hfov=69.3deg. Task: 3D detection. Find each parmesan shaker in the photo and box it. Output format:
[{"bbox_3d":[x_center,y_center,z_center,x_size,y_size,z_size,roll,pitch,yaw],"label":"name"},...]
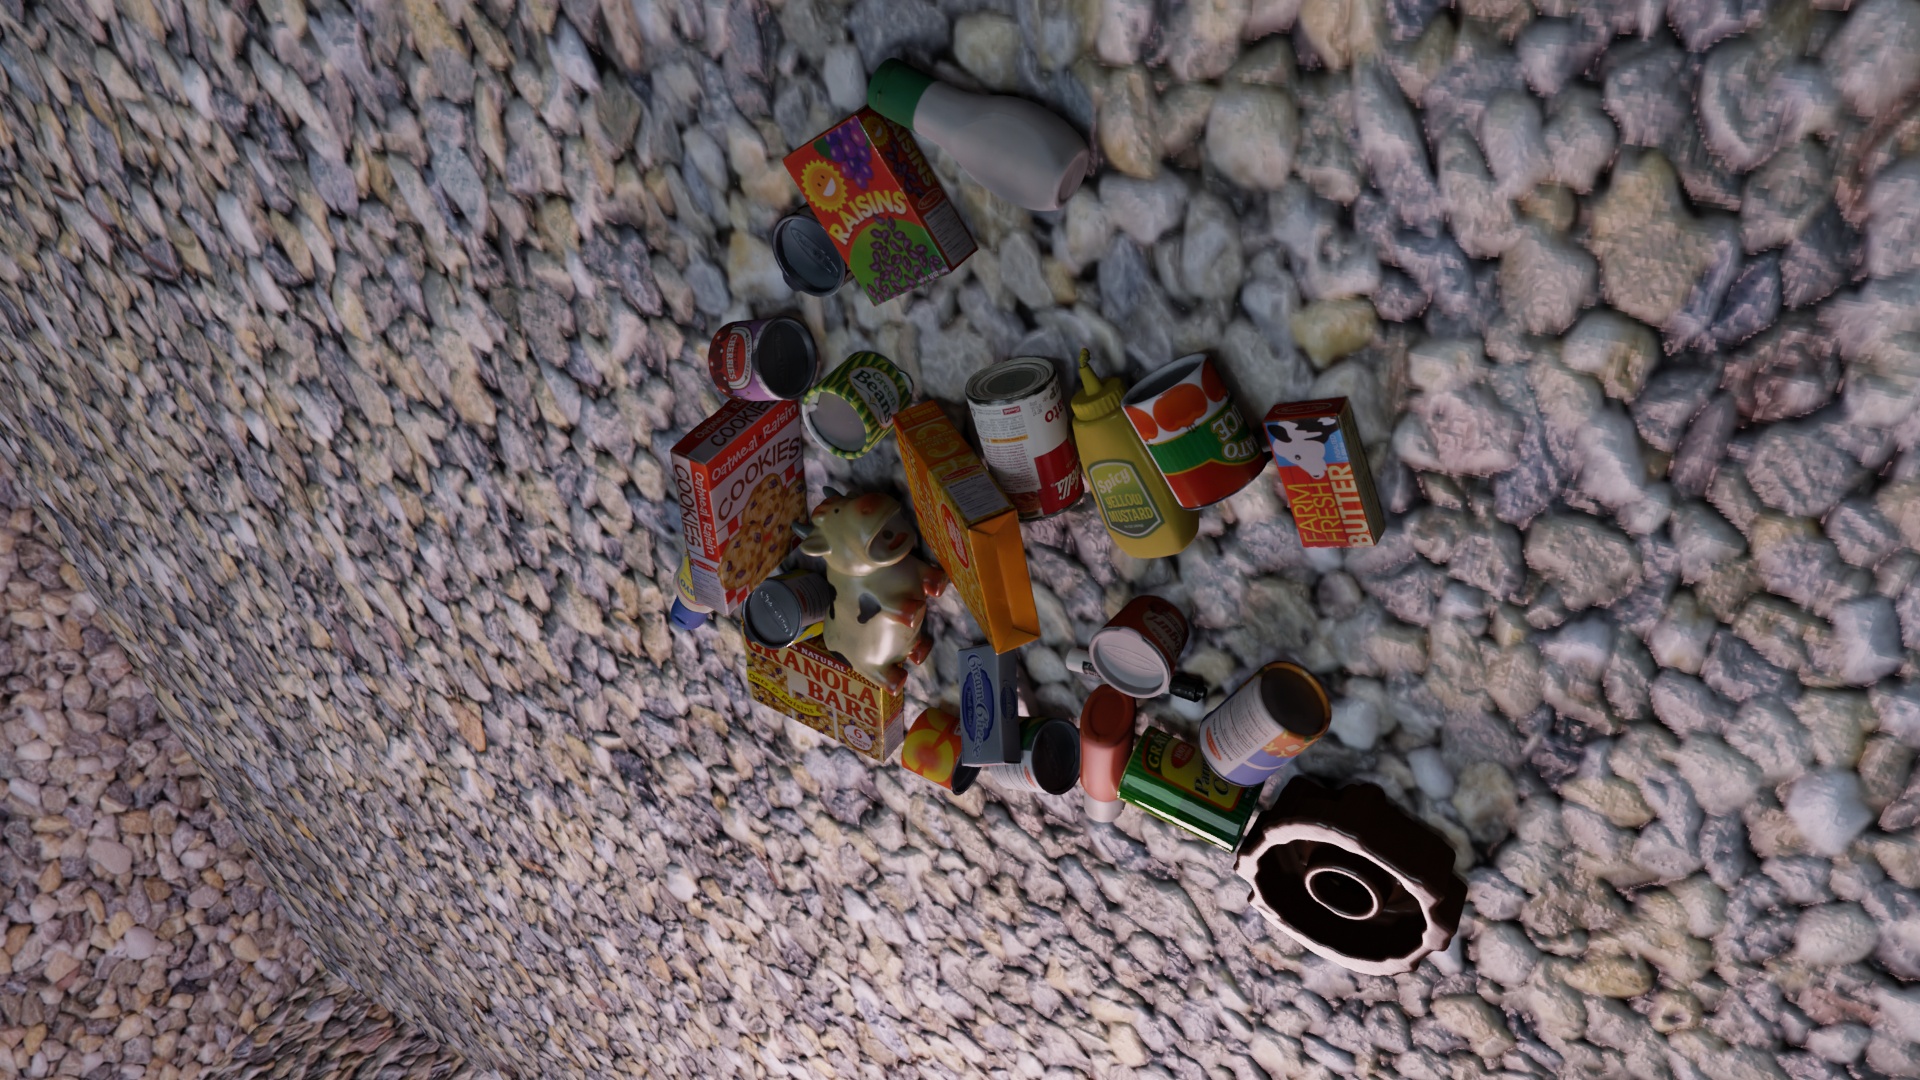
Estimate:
[{"bbox_3d":[0.189,0.201,1.132,0.103,0.072,0.071,24,136,17],"label":"parmesan shaker"}]

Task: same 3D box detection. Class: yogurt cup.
[{"bbox_3d":[0.141,0.080,1.073,0.072,0.054,0.072,22,136,23],"label":"yogurt cup"}]

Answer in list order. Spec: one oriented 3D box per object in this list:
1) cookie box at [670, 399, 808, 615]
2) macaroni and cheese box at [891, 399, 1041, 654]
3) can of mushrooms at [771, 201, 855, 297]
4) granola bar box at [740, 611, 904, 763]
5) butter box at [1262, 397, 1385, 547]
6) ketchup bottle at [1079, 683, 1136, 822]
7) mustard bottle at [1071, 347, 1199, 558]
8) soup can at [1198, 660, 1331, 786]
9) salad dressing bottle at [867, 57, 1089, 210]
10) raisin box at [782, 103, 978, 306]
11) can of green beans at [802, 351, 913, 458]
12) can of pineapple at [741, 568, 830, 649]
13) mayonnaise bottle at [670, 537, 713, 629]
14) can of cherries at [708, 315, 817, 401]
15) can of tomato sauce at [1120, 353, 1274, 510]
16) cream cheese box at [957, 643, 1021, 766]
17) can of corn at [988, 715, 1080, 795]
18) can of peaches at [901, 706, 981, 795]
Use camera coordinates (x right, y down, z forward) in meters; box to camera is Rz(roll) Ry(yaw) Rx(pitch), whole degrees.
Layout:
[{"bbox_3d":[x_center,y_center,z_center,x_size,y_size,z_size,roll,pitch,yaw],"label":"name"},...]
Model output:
[{"bbox_3d":[-0.184,-0.039,1.177,0.040,0.123,0.166,21,135,22],"label":"cookie box"},{"bbox_3d":[0.004,-0.013,1.042,0.167,0.040,0.123,-123,16,-50],"label":"macaroni and cheese box"},{"bbox_3d":[-0.105,-0.216,1.030,0.071,0.034,0.070,21,136,23],"label":"can of mushrooms"},{"bbox_3d":[-0.135,0.134,1.354,0.166,0.039,0.123,22,135,22],"label":"granola bar box"},{"bbox_3d":[0.239,-0.042,0.910,0.053,0.024,0.103,-2,123,39],"label":"butter box"},{"bbox_3d":[0.124,0.187,1.177,0.043,0.065,0.148,14,141,16],"label":"ketchup bottle"},{"bbox_3d":[0.113,-0.062,0.975,0.065,0.049,0.159,-9,119,41],"label":"mustard bottle"},{"bbox_3d":[0.231,0.138,1.045,0.071,0.072,0.083,39,139,4],"label":"soup can"},{"bbox_3d":[0.010,-0.263,0.889,0.148,0.044,0.064,31,140,15],"label":"salad dressing bottle"},{"bbox_3d":[-0.056,-0.235,0.969,0.086,0.040,0.123,-14,116,46],"label":"raisin box"},{"bbox_3d":[-0.081,-0.106,1.087,0.071,0.058,0.071,22,135,23],"label":"can of green beans"},{"bbox_3d":[-0.159,0.063,1.279,0.071,0.058,0.071,5,100,28],"label":"can of pineapple"},{"bbox_3d":[-0.251,0.037,1.361,0.065,0.041,0.147,38,139,3],"label":"mayonnaise bottle"},{"bbox_3d":[-0.160,-0.144,1.107,0.058,0.072,0.071,3,126,38],"label":"can of cherries"},{"bbox_3d":[0.156,-0.073,0.919,0.071,0.071,0.083,-17,112,46],"label":"can of tomato sauce"},{"bbox_3d":[0.024,0.142,1.198,0.053,0.024,0.104,-15,72,46],"label":"cream cheese box"},{"bbox_3d":[0.067,0.186,1.216,0.058,0.071,0.071,-4,122,47],"label":"can of corn"},{"bbox_3d":[-0.014,0.193,1.289,0.058,0.071,0.070,21,135,24],"label":"can of peaches"}]
